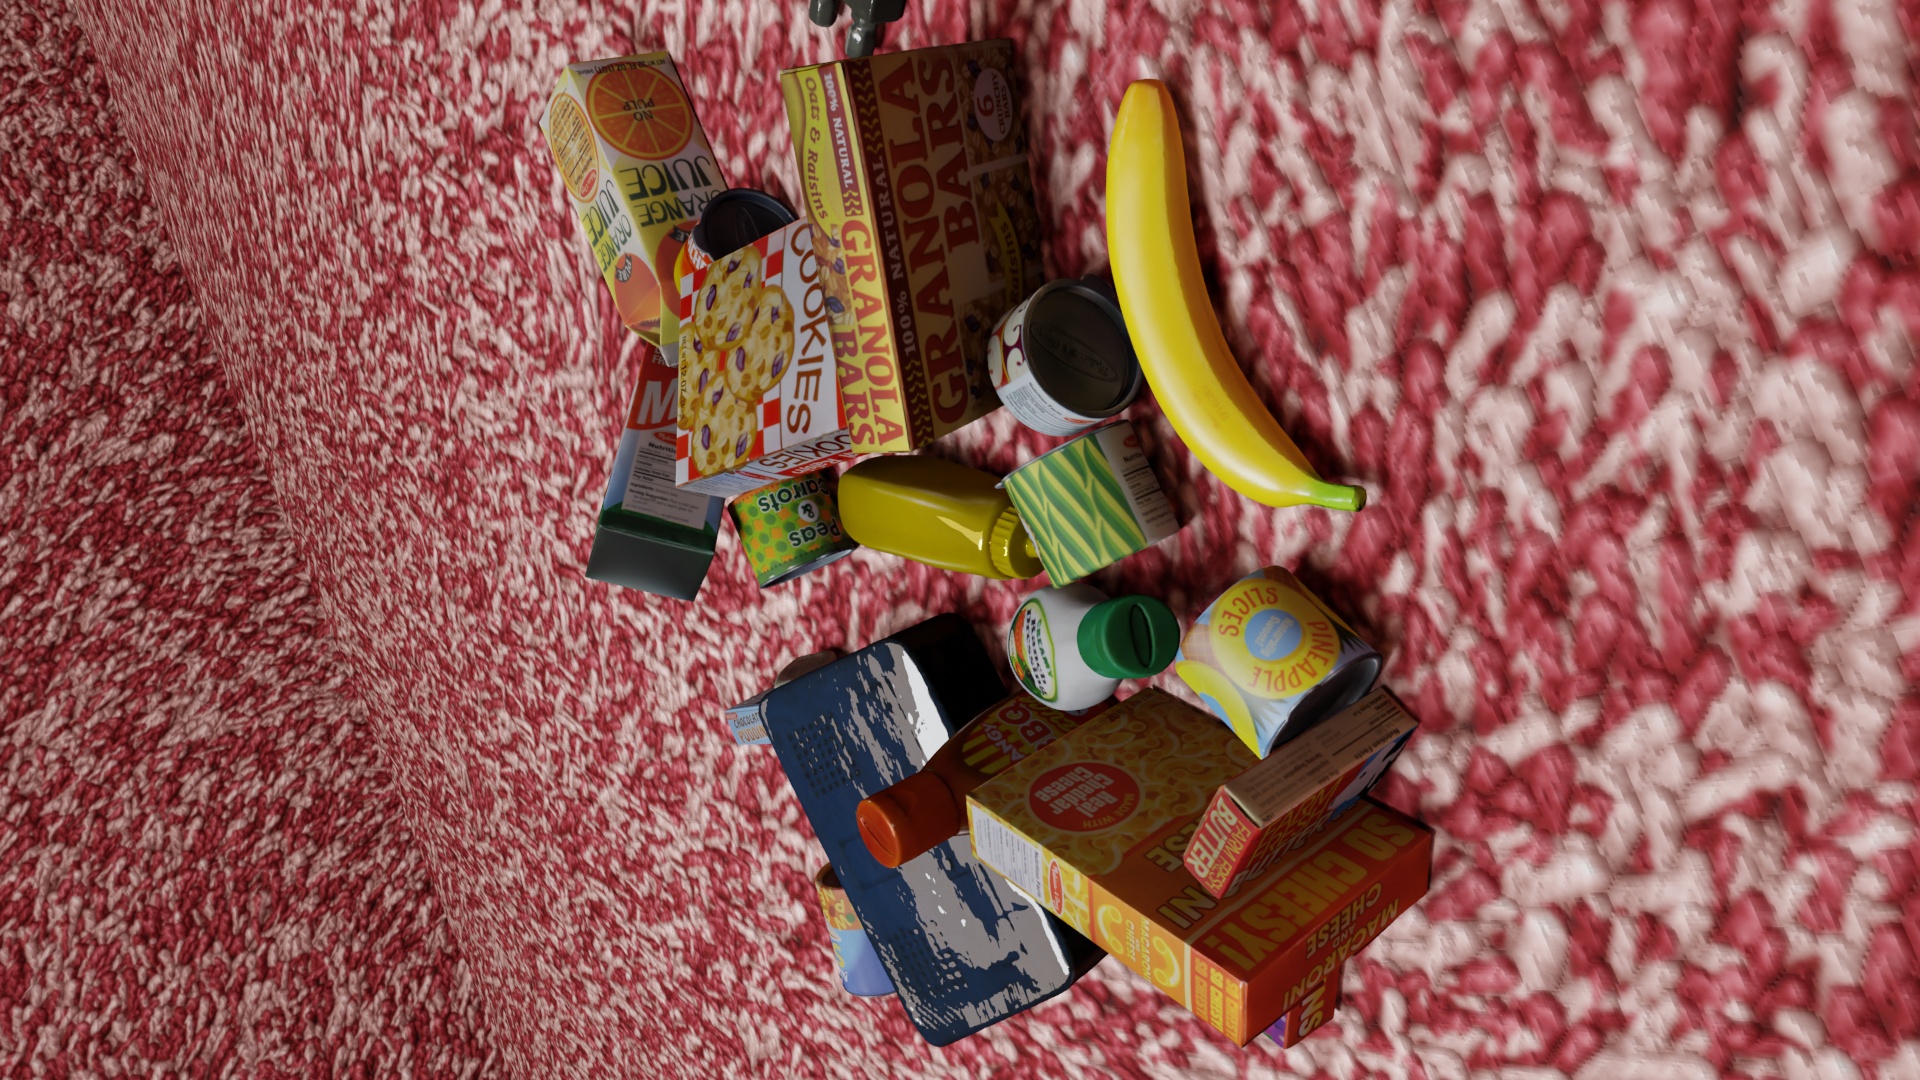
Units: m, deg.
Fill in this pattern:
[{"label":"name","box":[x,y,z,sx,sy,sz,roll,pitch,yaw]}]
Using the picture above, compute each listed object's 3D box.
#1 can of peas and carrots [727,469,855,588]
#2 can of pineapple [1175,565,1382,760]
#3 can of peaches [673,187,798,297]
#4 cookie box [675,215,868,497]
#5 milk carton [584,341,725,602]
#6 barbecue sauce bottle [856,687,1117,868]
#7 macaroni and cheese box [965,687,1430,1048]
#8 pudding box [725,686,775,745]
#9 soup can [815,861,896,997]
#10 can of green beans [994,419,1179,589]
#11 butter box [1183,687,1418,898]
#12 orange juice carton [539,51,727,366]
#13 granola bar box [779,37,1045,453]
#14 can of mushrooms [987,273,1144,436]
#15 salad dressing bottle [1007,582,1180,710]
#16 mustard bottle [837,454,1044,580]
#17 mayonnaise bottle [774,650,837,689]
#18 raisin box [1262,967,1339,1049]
[{"label":"can of peas and carrots","box":[-0.108,-0.009,0.888,0.070,0.071,0.059,-29,84,56]},{"label":"can of pineapple","box":[0.133,0.052,0.584,0.058,0.071,0.070,47,141,29]},{"label":"can of peaches","box":[-0.135,-0.168,0.832,0.058,0.071,0.071,-35,80,57]},{"label":"cookie box","box":[-0.085,-0.099,0.722,0.167,0.040,0.123,-13,73,43]},{"label":"milk carton","box":[-0.187,-0.064,0.916,0.072,0.073,0.191,126,154,-55]},{"label":"barbecue sauce bottle","box":[0.017,0.119,0.710,0.065,0.149,0.043,42,139,34]},{"label":"macaroni and cheese box","box":[0.103,0.137,0.623,0.167,0.124,0.040,26,131,45]},{"label":"pudding box","box":[-0.132,0.126,1.013,0.083,0.050,0.030,-16,97,56]},{"label":"soup can","box":[-0.064,0.267,0.979,0.071,0.071,0.083,1,109,54]},{"label":"can of green beans","box":[0.061,-0.016,0.648,0.071,0.071,0.058,-31,83,56]},{"label":"butter box","box":[0.140,0.102,0.571,0.024,0.104,0.052,46,141,29]},{"label":"orange juice carton","box":[-0.194,-0.206,0.892,0.072,0.072,0.192,-28,85,56]},{"label":"granola bar box","box":[-0.012,-0.136,0.628,0.039,0.125,0.165,4,113,36]},{"label":"can of mushrooms","box":[0.048,-0.084,0.630,0.033,0.071,0.071,-26,87,57]},{"label":"salad dressing bottle","box":[0.062,0.049,0.663,0.147,0.044,0.064,151,111,-75]},{"label":"mustard bottle","box":[0.003,-0.009,0.738,0.160,0.065,0.048,19,119,44]},{"label":"mayonnaise bottle","box":[-0.086,0.154,0.957,0.041,0.065,0.147,-13,102,13]},{"label":"raisin box","box":[0.129,0.178,0.688,0.123,0.040,0.085,29,130,45]}]
